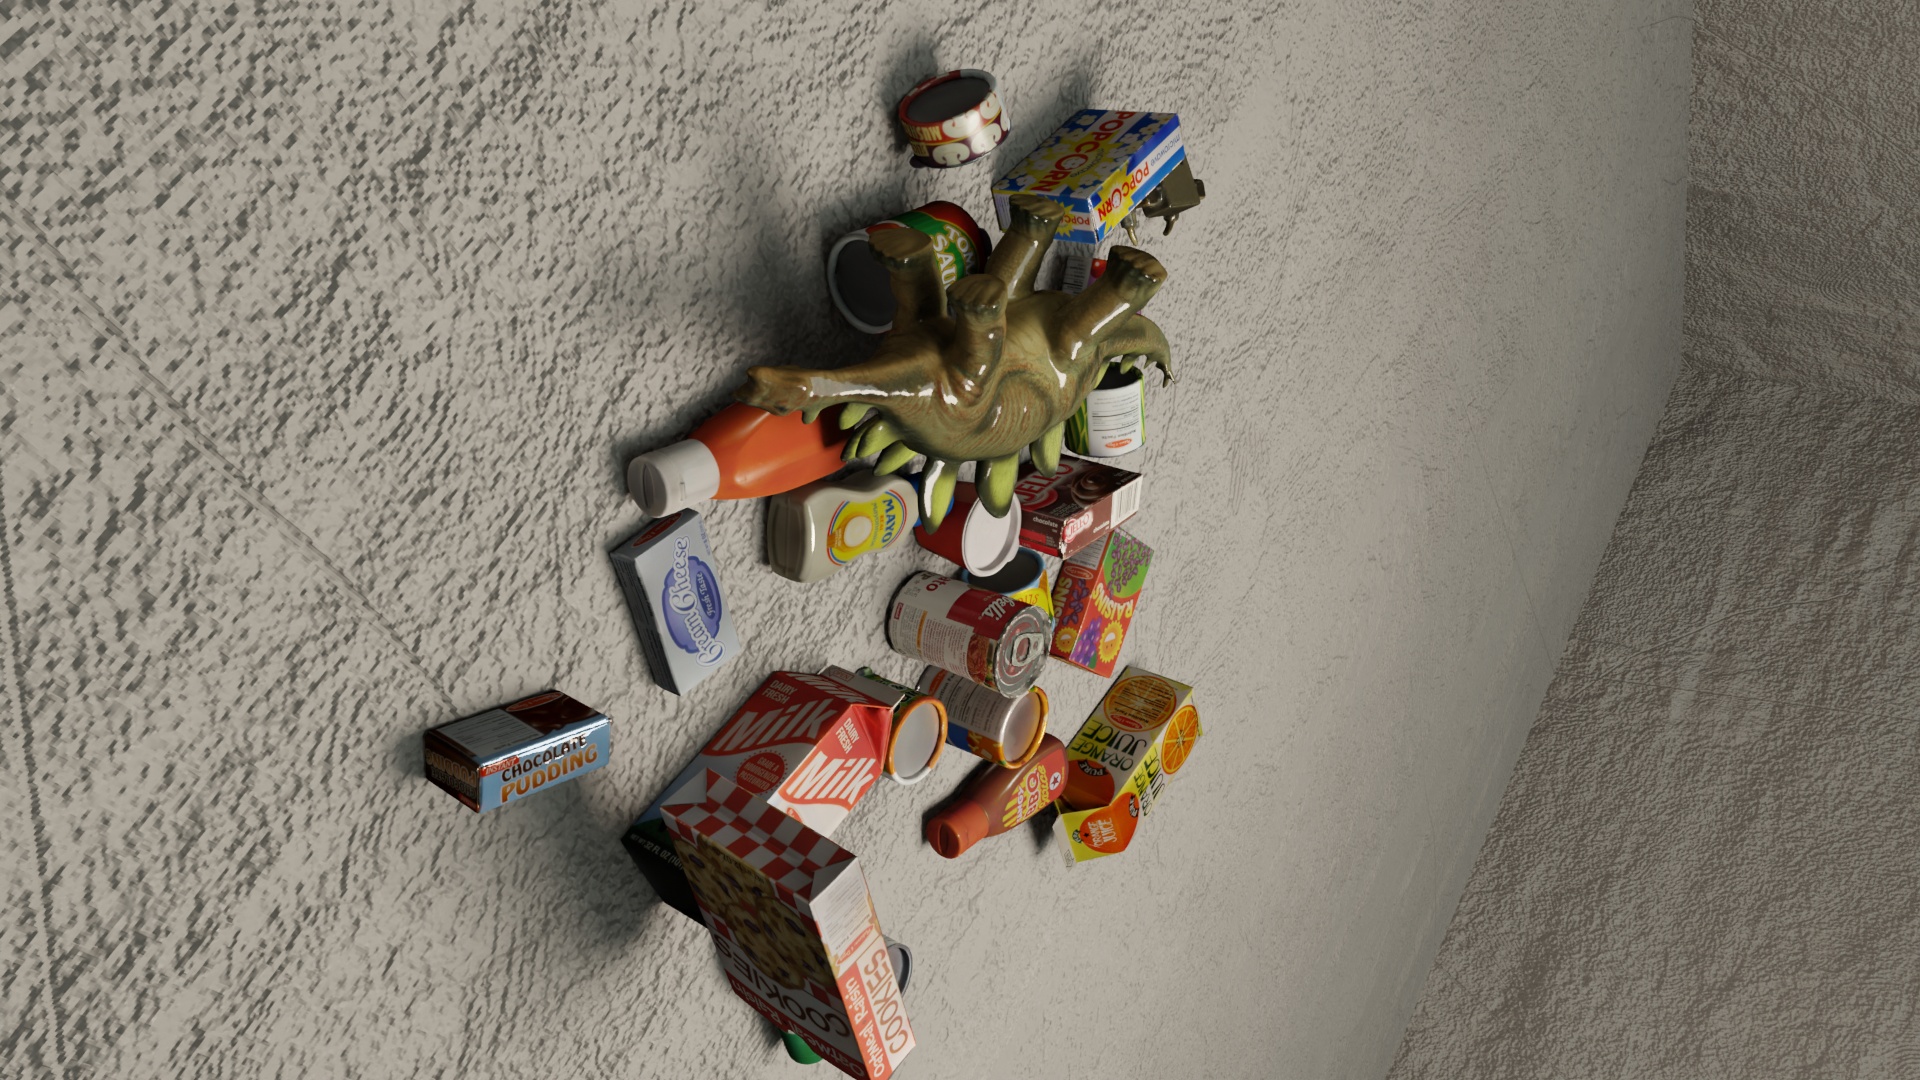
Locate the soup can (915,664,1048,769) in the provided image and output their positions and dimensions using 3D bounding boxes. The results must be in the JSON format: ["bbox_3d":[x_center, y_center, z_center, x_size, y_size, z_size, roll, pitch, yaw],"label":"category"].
[{"bbox_3d":[0.017,0.132,1.063,0.071,0.084,0.071,-27,126,-47],"label":"soup can"}]

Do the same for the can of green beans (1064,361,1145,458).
[{"bbox_3d":[0.115,-0.106,1.116,0.071,0.071,0.057,-34,129,-42],"label":"can of green beans"}]

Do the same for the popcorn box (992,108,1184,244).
[{"bbox_3d":[0.094,-0.265,1.003,0.127,0.085,0.038,-48,137,-31],"label":"popcorn box"}]

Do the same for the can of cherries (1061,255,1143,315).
[{"bbox_3d":[0.112,-0.186,1.076,0.071,0.071,0.058,-1,103,-54],"label":"can of cherries"}]

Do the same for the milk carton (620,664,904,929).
[{"bbox_3d":[-0.118,0.155,0.896,0.191,0.072,0.073,-48,138,-30],"label":"milk carton"}]

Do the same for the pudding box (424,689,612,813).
[{"bbox_3d":[-0.233,0.110,0.736,0.084,0.050,0.030,-18,119,-50],"label":"pudding box"}]

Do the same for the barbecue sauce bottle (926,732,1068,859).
[{"bbox_3d":[0.032,0.215,1.154,0.149,0.044,0.064,-25,124,-47],"label":"barbecue sauce bottle"}]

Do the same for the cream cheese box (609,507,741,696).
[{"bbox_3d":[-0.167,0.036,0.820,0.053,0.024,0.103,-40,133,-37],"label":"cream cheese box"}]

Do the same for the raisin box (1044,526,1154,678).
[{"bbox_3d":[0.117,0.050,1.209,0.086,0.040,0.123,29,79,-56],"label":"raisin box"}]

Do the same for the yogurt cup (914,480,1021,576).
[{"bbox_3d":[0.004,-0.013,1.010,0.073,0.054,0.072,-26,124,-47],"label":"yogurt cup"}]

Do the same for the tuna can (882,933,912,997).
[{"bbox_3d":[-0.070,0.339,1.073,0.071,0.033,0.070,-26,124,-47],"label":"tuna can"}]

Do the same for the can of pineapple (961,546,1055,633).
[{"bbox_3d":[0.038,0.046,1.069,0.071,0.071,0.057,-42,134,-37],"label":"can of pineapple"}]

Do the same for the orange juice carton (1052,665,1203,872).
[{"bbox_3d":[0.143,0.213,1.283,0.193,0.073,0.071,-48,139,-31],"label":"orange juice carton"}]

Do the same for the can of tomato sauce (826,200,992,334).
[{"bbox_3d":[-0.032,-0.173,0.880,0.083,0.071,0.071,-32,129,-43],"label":"can of tomato sauce"}]

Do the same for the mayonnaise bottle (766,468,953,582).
[{"bbox_3d":[-0.064,-0.018,0.926,0.149,0.041,0.064,-19,119,-49],"label":"mayonnaise bottle"}]

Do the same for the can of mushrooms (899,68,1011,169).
[{"bbox_3d":[-0.005,-0.267,0.882,0.071,0.071,0.033,-53,141,-27],"label":"can of mushrooms"}]

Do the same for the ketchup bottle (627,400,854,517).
[{"bbox_3d":[-0.127,-0.053,0.821,0.149,0.043,0.064,-27,128,-46],"label":"ketchup bottle"}]

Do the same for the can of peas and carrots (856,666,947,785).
[{"bbox_3d":[-0.051,0.132,0.992,0.071,0.059,0.070,-27,125,-47],"label":"can of peas and carrots"}]

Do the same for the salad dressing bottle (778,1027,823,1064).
[{"bbox_3d":[-0.121,0.311,0.981,0.064,0.044,0.147,-43,136,-38],"label":"salad dressing bottle"}]

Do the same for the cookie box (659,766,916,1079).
[{"bbox_3d":[-0.096,0.221,0.782,0.040,0.123,0.166,-40,134,-34],"label":"cookie box"}]
